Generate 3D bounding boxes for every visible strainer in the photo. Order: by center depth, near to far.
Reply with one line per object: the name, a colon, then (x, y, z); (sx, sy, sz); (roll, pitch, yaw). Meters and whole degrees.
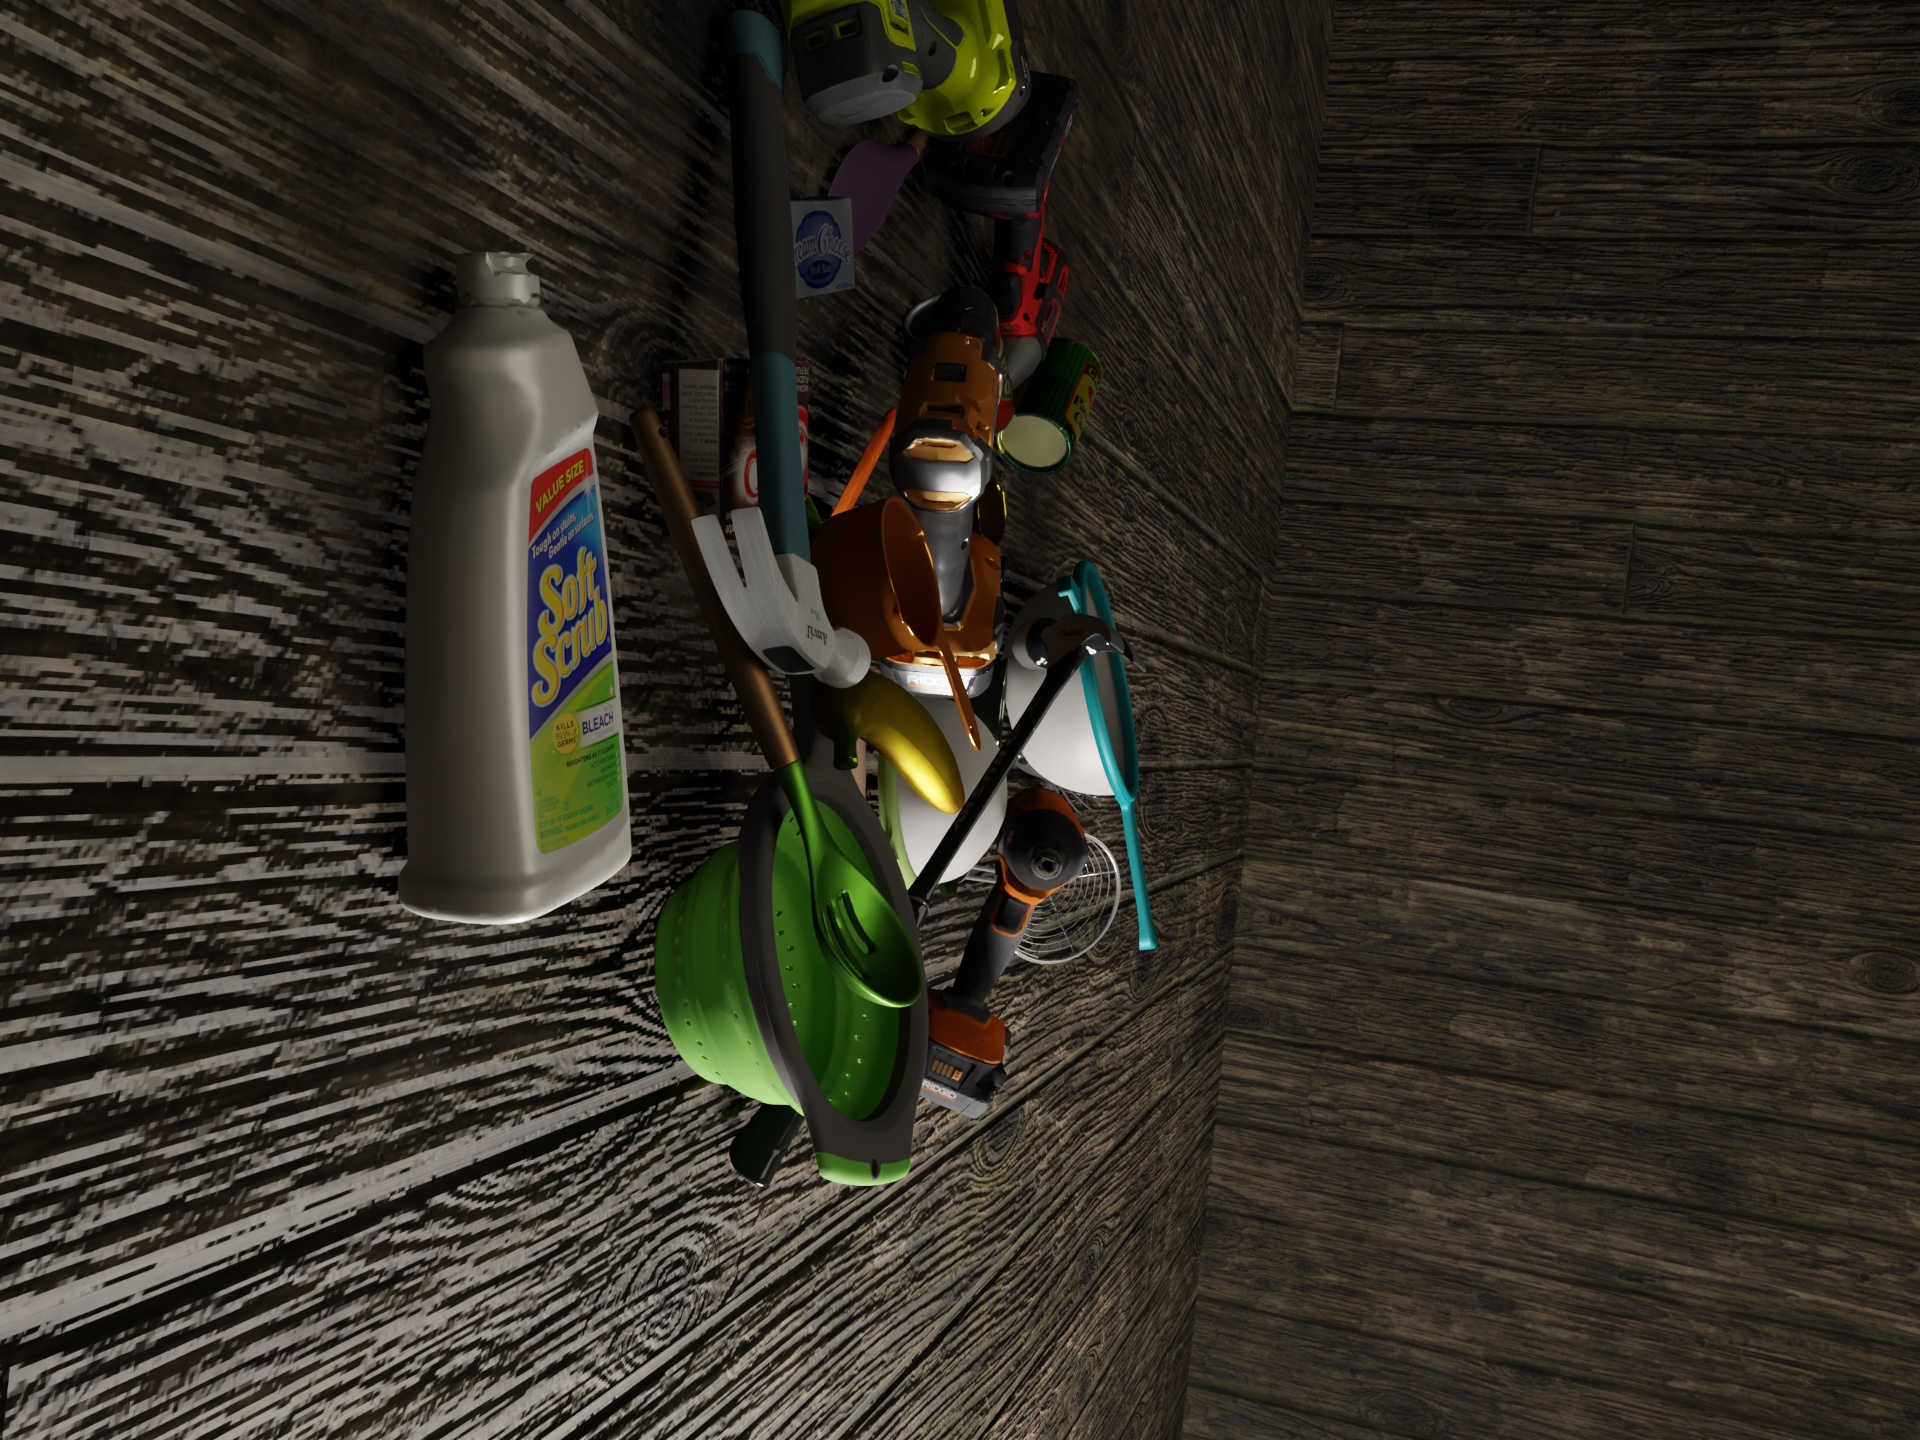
strainer: (-0.002, -0.004, 1.125); (0.151, 0.069, 0.256); (41, 50, -68)
strainer: (0.099, 0.037, 1.374); (0.211, 0.095, 0.340); (-30, 110, -77)

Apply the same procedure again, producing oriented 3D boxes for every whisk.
whisk: (0.091, 0.049, 1.509); (0.238, 0.055, 0.055); (32, 66, -66)

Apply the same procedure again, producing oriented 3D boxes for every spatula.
spatula: (-0.071, -0.034, 0.994); (0.081, 0.041, 0.322); (-79, 173, -78)
spatula: (-0.026, -0.385, 1.052); (0.316, 0.018, 0.059); (-62, 153, -47)

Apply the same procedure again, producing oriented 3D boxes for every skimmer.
skimmer: (0.043, 0.139, 1.311); (0.127, 0.090, 0.363); (-63, 159, 2)

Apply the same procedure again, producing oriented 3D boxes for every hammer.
hammer: (-0.092, -0.187, 0.777); (0.128, 0.033, 0.331); (23, 60, -69)
hammer: (-0.018, 0.101, 0.982); (0.036, 0.149, 0.409); (37, 76, -19)

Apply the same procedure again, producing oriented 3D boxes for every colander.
colander: (-0.107, 0.054, 0.871); (0.204, 0.094, 0.397); (37, 43, -64)

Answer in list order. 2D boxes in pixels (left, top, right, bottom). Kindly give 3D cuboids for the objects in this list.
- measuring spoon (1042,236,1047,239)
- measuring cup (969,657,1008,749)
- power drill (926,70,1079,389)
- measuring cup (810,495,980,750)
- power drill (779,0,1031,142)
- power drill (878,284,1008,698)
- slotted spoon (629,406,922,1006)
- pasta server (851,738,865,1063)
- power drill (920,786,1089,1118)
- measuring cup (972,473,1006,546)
measuring spoon: (0.056, -0.381, 1.300); (0.124, 0.018, 0.034); (-32, 126, -66)
measuring cup: (0.017, -0.007, 1.297); (0.167, 0.038, 0.083); (73, 23, -86)
power drill: (0.034, -0.338, 1.137); (0.219, 0.078, 0.143); (81, 25, -61)
measuring cup: (-0.036, -0.045, 0.920); (0.095, 0.052, 0.173); (-81, 154, -52)
power drill: (-0.042, -0.421, 0.881); (0.228, 0.080, 0.190); (-28, 106, -67)
power drill: (-0.007, -0.149, 1.021); (0.226, 0.084, 0.186); (92, 3, -47)
slotted spoon: (-0.094, -0.003, 0.770); (0.314, 0.031, 0.070); (68, 23, -4)
pasta server: (-0.065, 0.088, 1.061); (0.060, 0.040, 0.316); (-61, 153, -76)
power drill: (0.025, 0.163, 1.145); (0.164, 0.084, 0.226); (-89, -158, -85)
measuring cup: (-0.002, -0.200, 1.191); (0.062, 0.029, 0.156); (-62, 140, -49)
